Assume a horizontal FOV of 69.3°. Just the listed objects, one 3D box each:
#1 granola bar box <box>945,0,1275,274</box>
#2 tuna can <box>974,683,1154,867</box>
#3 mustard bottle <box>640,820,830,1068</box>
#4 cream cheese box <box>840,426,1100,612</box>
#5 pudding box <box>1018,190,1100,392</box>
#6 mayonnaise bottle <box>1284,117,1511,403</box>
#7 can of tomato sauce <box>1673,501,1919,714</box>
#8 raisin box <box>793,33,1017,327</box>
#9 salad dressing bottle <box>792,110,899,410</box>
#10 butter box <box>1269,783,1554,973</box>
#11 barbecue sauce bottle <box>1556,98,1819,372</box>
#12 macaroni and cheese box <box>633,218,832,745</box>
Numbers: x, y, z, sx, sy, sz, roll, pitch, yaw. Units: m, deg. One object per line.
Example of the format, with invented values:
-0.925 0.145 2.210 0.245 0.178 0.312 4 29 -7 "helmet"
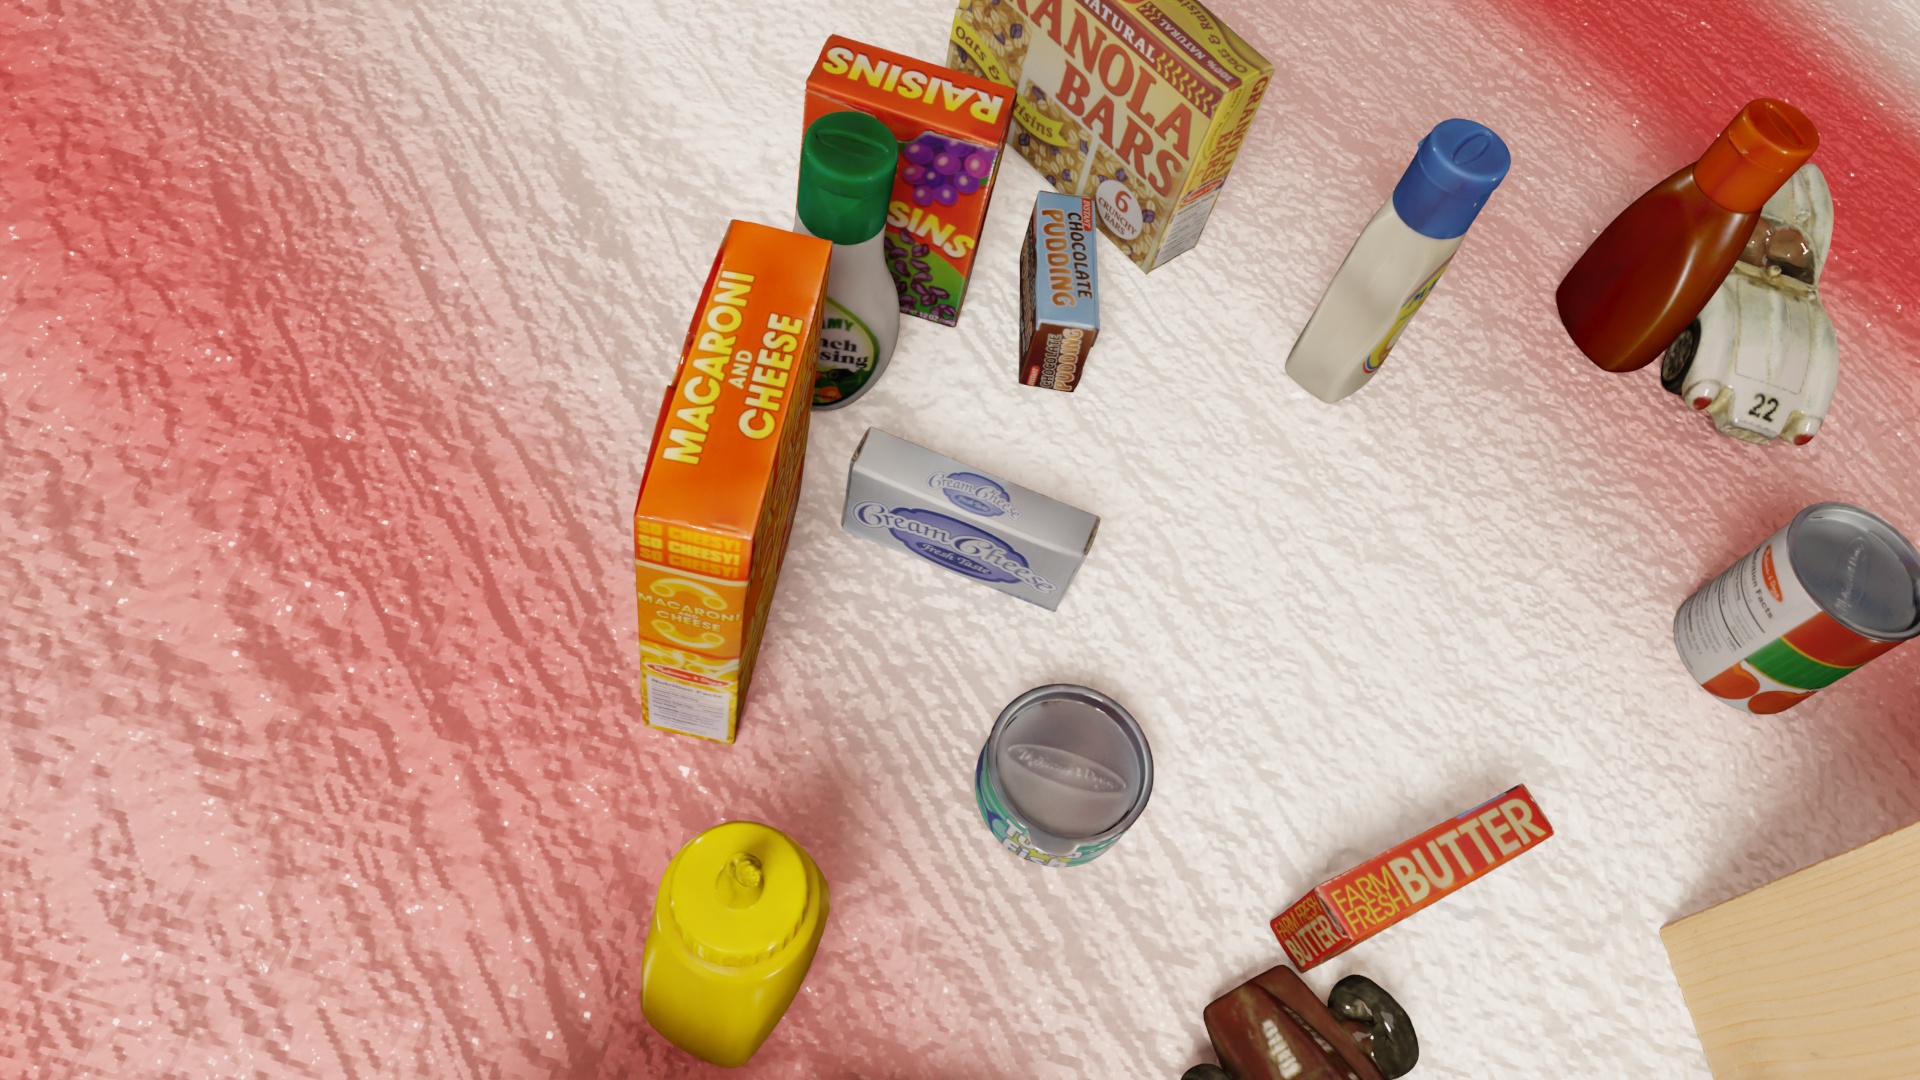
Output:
0.065 -0.231 0.687 0.039 0.123 0.166 -34 71 -26 "granola bar box"
0.039 0.095 0.545 0.071 0.032 0.071 5 59 -8 "tuna can"
-0.070 0.120 0.434 0.049 0.159 0.065 28 59 6 "mustard bottle"
0.002 -0.007 0.585 0.104 0.053 0.024 22 59 2 "cream cheese box"
0.046 -0.119 0.662 0.030 0.049 0.084 6 59 -7 "pudding box"
0.200 -0.126 0.639 0.041 0.147 0.065 42 61 14 "mayonnaise bottle"
0.373 0.033 0.617 0.071 0.082 0.071 5 59 -8 "can of tomato sauce"
-0.029 -0.158 0.627 0.086 0.122 0.040 17 59 -1 "raisin box"
-0.053 -0.113 0.581 0.064 0.147 0.044 14 59 -3 "salad dressing bottle"
0.174 0.131 0.538 0.104 0.053 0.024 -20 66 -21 "butter box"
0.354 -0.149 0.681 0.044 0.147 0.065 -10 63 -16 "barbecue sauce bottle"
-0.084 -0.014 0.506 0.040 0.165 0.124 12 59 -4 "macaroni and cheese box"
